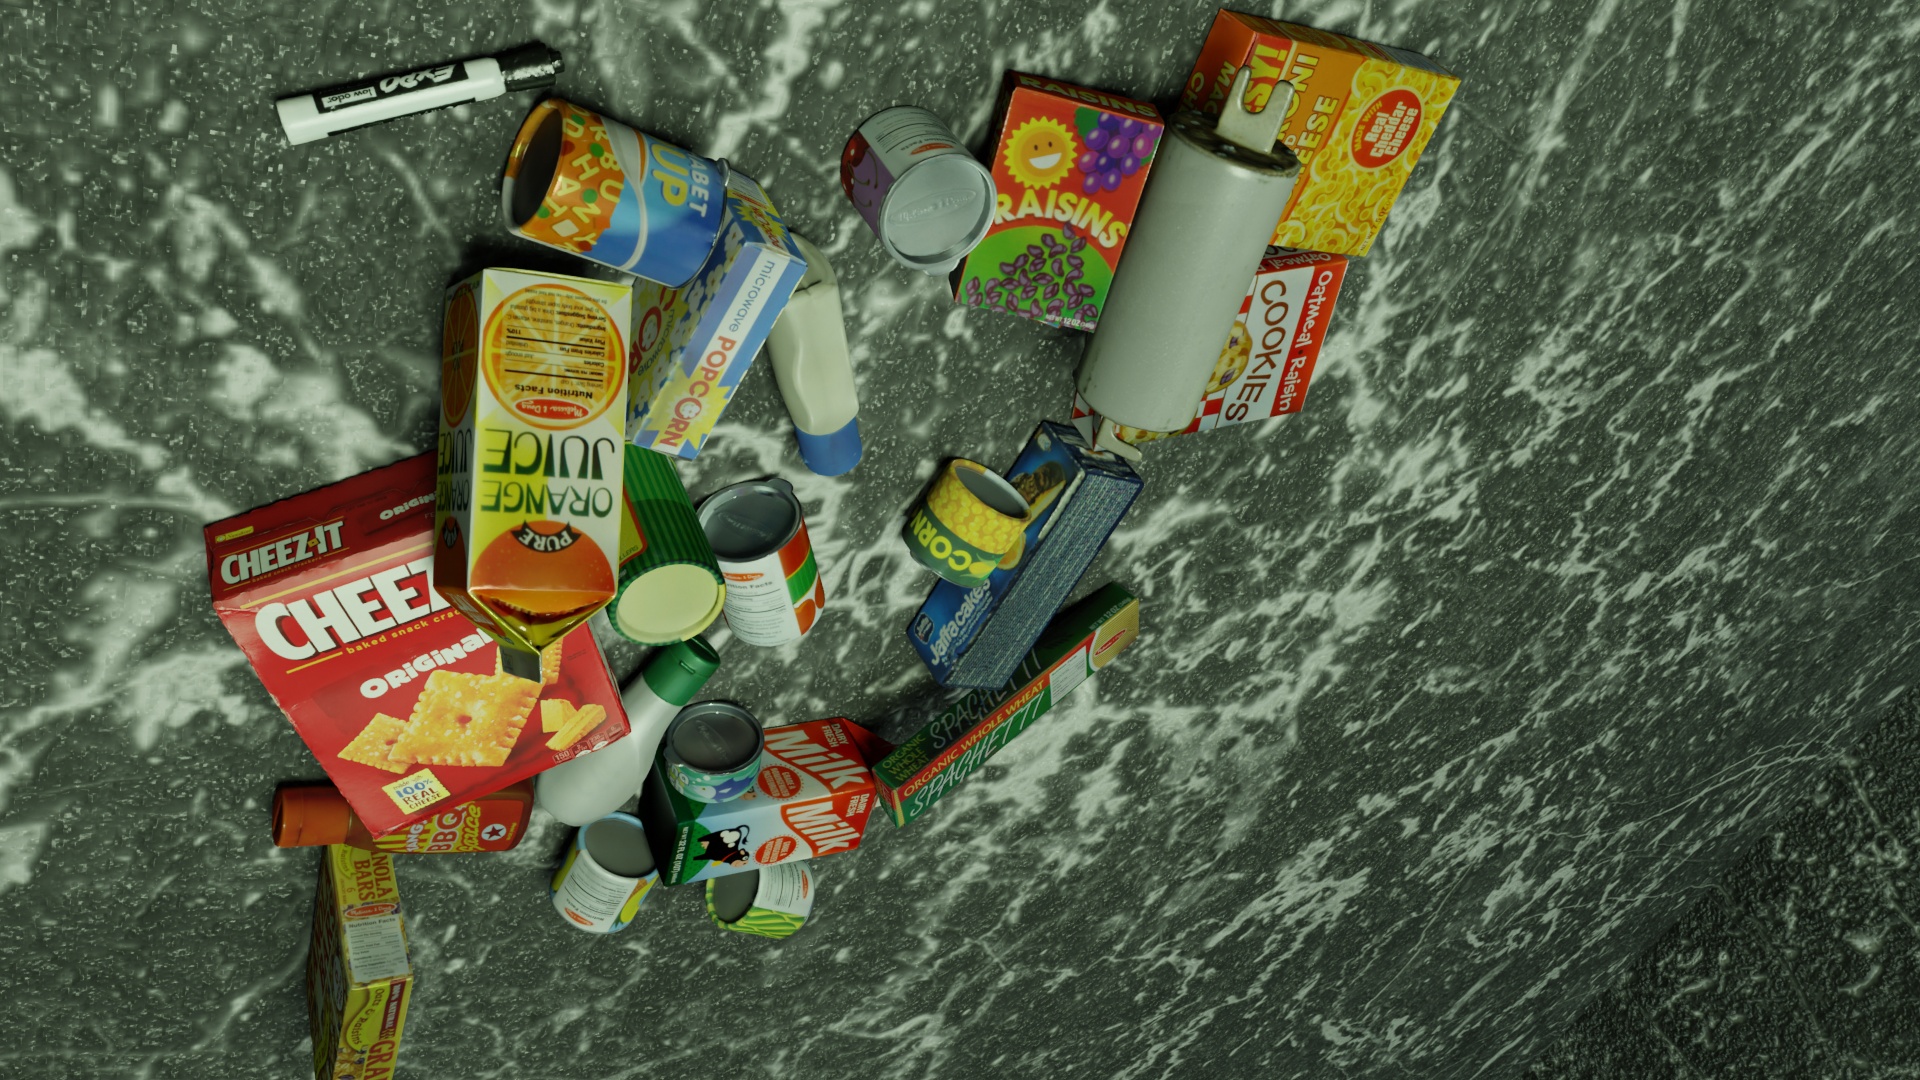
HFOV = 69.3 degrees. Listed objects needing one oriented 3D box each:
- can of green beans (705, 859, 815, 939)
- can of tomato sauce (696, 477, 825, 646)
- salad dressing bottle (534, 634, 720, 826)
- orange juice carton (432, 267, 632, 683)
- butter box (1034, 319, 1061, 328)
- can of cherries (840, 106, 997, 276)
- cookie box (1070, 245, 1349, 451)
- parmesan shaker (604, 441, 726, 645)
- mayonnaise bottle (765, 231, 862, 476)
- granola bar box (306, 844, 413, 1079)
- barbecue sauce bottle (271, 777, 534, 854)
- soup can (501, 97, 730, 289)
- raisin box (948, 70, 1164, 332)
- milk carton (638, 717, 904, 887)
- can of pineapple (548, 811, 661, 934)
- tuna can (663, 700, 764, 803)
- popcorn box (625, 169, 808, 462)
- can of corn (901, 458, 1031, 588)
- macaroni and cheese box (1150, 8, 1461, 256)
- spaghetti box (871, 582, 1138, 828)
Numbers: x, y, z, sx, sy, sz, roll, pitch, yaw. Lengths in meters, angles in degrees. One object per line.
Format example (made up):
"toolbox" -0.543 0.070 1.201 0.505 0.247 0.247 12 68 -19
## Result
"can of green beans" -0.158 0.276 1.091 0.071 0.071 0.058 -46 137 15
"can of tomato sauce" -0.122 0.014 0.857 0.071 0.071 0.082 -23 139 -12
"salad dressing bottle" -0.218 0.122 0.915 0.064 0.044 0.147 41 100 -13
"orange juice carton" -0.209 -0.029 0.674 0.073 0.072 0.192 3 89 -34
"butter box" 0.062 -0.177 0.816 0.053 0.024 0.103 13 122 -39
"can of cherries" -0.023 -0.183 0.730 0.072 0.058 0.071 -19 138 -18
"cookie box" 0.162 -0.131 0.915 0.168 0.040 0.122 -12 135 -21
"parmesan shaker" -0.176 -0.001 0.777 0.071 0.103 0.071 -17 137 -17
"mayonnaise bottle" -0.083 -0.097 0.777 0.041 0.065 0.147 -26 143 -14
"granola bar box" -0.394 0.284 0.903 0.039 0.125 0.164 0 130 -32
"barbecue sauce bottle" -0.352 0.172 0.882 0.149 0.044 0.064 5 127 -36
"soup can" -0.161 -0.164 0.653 0.084 0.071 0.071 14 122 -40
"raisin box" 0.051 -0.185 0.762 0.086 0.040 0.122 11 121 -11
"milk carton" -0.129 0.185 1.014 0.191 0.074 0.072 -4 132 -30
"can of pineapple" -0.252 0.236 0.994 0.071 0.071 0.057 10 124 -39
"tuna can" -0.171 0.146 0.953 0.071 0.071 0.032 -9 135 -25
"popcorn box" -0.133 -0.116 0.705 0.038 0.085 0.126 14 122 -39
"can of corn" 0.003 -0.011 0.908 0.071 0.071 0.058 16 119 -41
"macaroni and cheese box" 0.203 -0.239 0.833 0.167 0.040 0.123 -1 130 -31
"spaghetti box" 0.038 0.119 1.035 0.251 0.029 0.050 -35 142 -25
